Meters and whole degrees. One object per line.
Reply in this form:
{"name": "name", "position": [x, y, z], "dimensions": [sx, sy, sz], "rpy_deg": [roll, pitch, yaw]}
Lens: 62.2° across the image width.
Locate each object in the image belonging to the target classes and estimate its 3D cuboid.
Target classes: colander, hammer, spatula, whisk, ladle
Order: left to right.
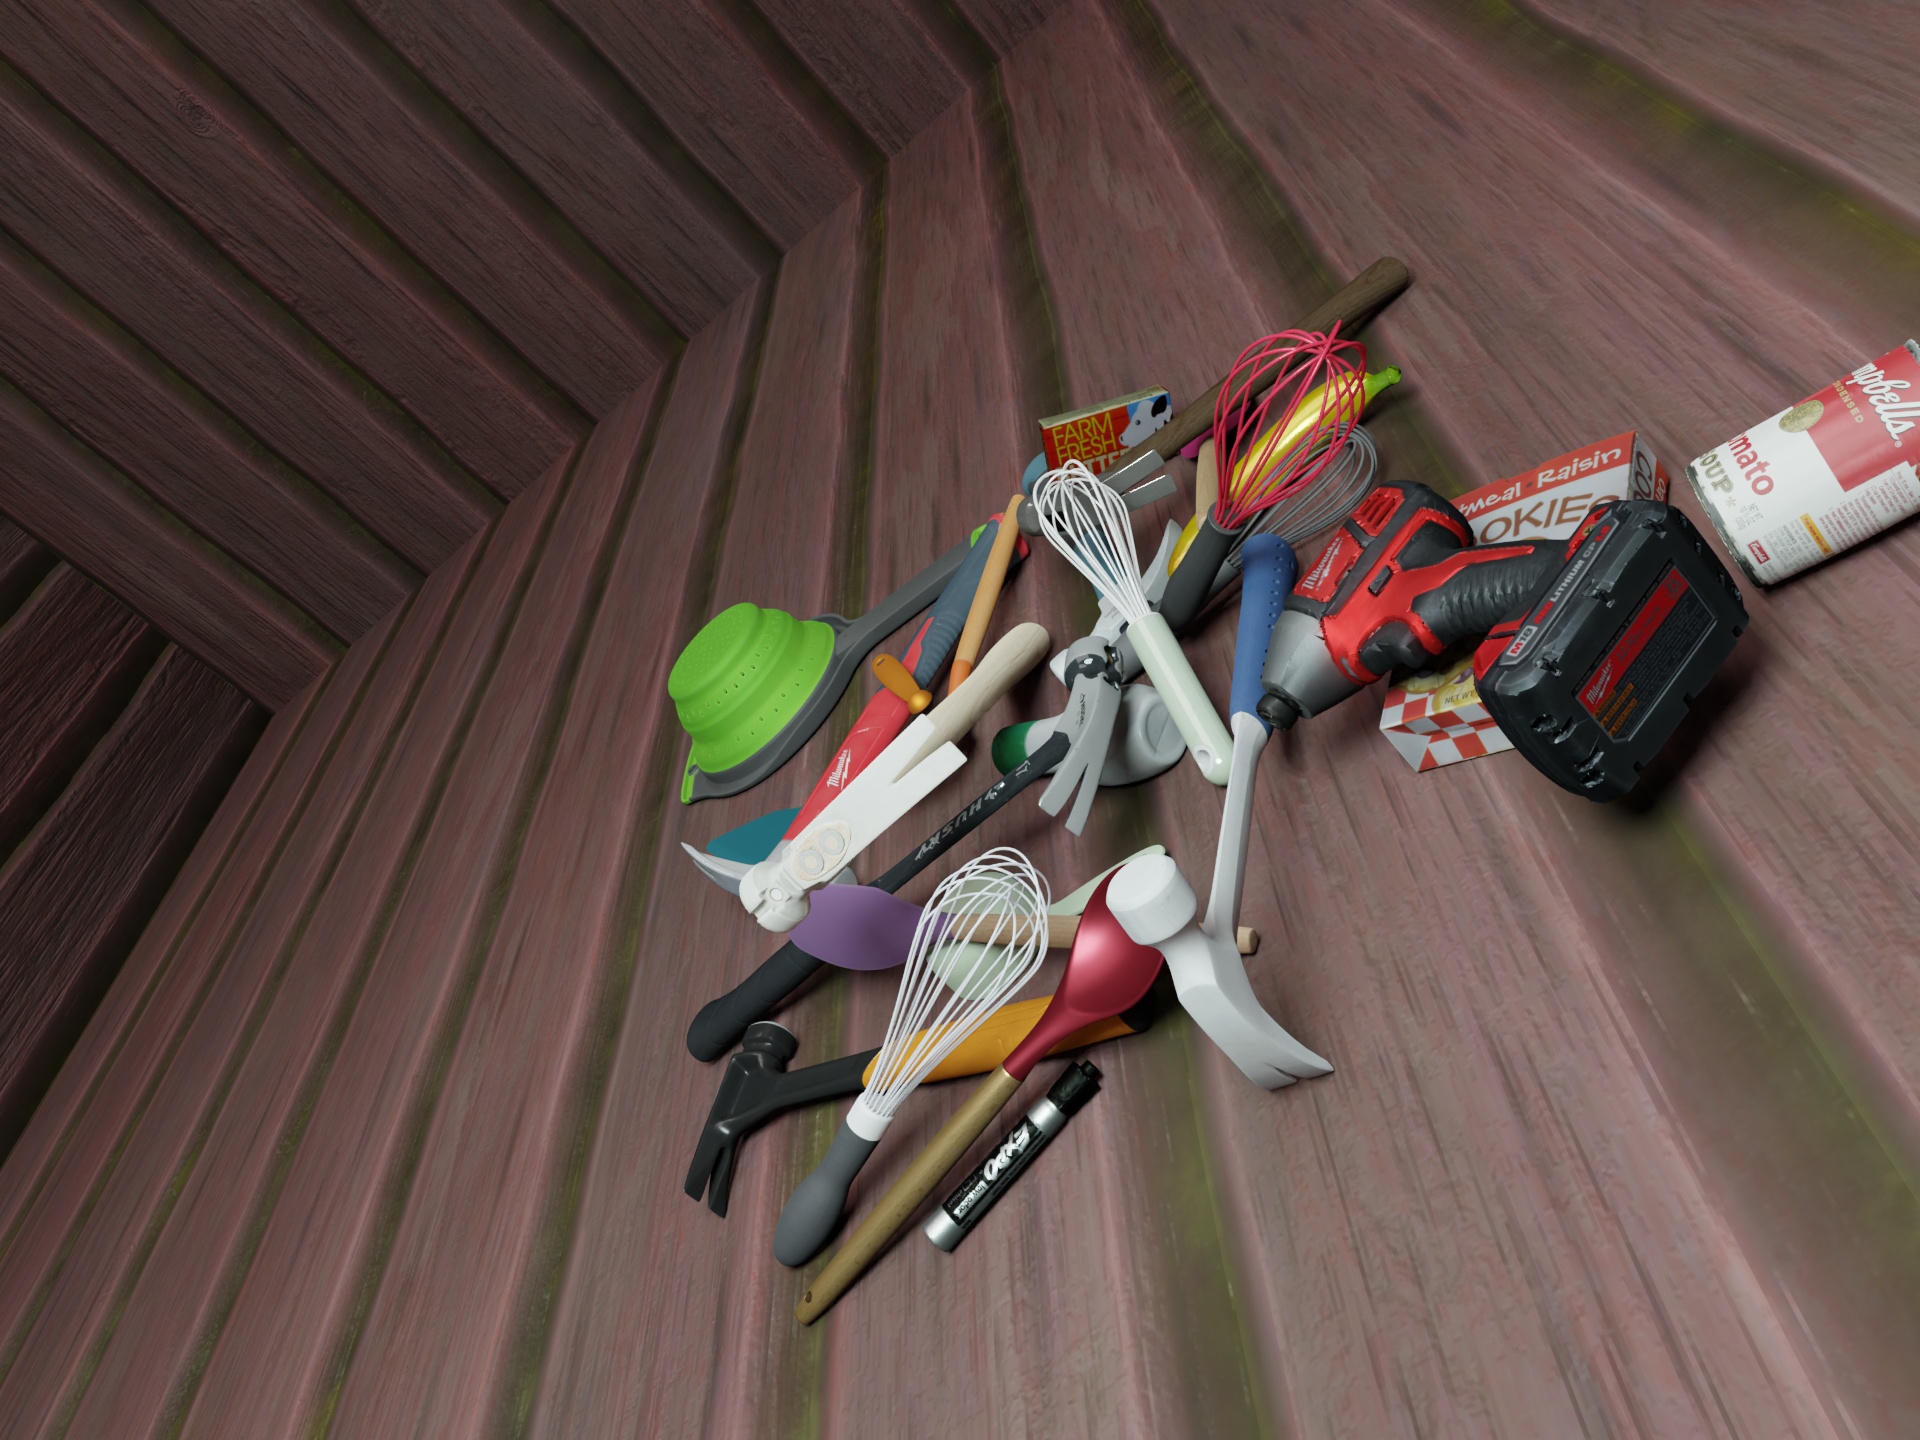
{"name": "colander", "position": [-0.133, -0.082, 1.402], "dimensions": [0.397, 0.094, 0.205], "rpy_deg": [-36, 28, 21]}
{"name": "spatula", "position": [-0.075, 0.001, 1.258], "dimensions": [0.082, 0.044, 0.317], "rpy_deg": [18, 62, 35]}
{"name": "hammer", "position": [-0.062, -0.020, 1.231], "dimensions": [0.143, 0.038, 0.386], "rpy_deg": [11, 54, 31]}
{"name": "hammer", "position": [-0.048, 0.110, 1.008], "dimensions": [0.409, 0.036, 0.149], "rpy_deg": [-41, 20, 30]}
{"name": "whisk", "position": [-0.033, 0.186, 0.849], "dimensions": [0.284, 0.070, 0.070], "rpy_deg": [-60, 21, 19]}
{"name": "hammer", "position": [-0.030, 0.201, 0.915], "dimensions": [0.337, 0.034, 0.127], "rpy_deg": [-24, 33, 38]}
{"name": "hammer", "position": [-0.002, -0.003, 0.978], "dimensions": [0.146, 0.038, 0.411], "rpy_deg": [-43, 1, 25]}
{"name": "spatula", "position": [0.002, -0.064, 1.196], "dimensions": [0.081, 0.041, 0.323], "rpy_deg": [-21, 38, 40]}
{"name": "ladle", "position": [0.011, 0.200, 0.820], "dimensions": [0.315, 0.031, 0.069], "rpy_deg": [-51, 36, 12]}
{"name": "spatula", "position": [0.020, 0.119, 0.895], "dimensions": [0.316, 0.059, 0.018], "rpy_deg": [-3, 22, 35]}
{"name": "hammer", "position": [0.094, -0.138, 1.215], "dimensions": [0.128, 0.033, 0.331], "rpy_deg": [-41, 26, 12]}
{"name": "whisk", "position": [0.109, -0.063, 0.962], "dimensions": [0.247, 0.059, 0.057], "rpy_deg": [65, 150, 28]}
{"name": "whisk", "position": [0.175, -0.101, 1.034], "dimensions": [0.239, 0.055, 0.055], "rpy_deg": [-44, 26, 17]}
{"name": "hammer", "position": [0.191, -0.230, 1.117], "dimensions": [0.331, 0.031, 0.130], "rpy_deg": [-38, 16, -14]}
{"name": "whisk", "position": [0.155, -0.124, 0.893], "dimensions": [0.073, 0.073, 0.295], "rpy_deg": [-59, -5, -25]}
{"name": "hammer", "position": [0.154, 0.017, 0.839], "dimensions": [0.035, 0.144, 0.406], "rpy_deg": [-25, 24, 28]}

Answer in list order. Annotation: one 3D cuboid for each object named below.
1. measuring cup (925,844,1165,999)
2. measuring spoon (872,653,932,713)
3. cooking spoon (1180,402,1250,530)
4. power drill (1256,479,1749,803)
{"name": "measuring cup", "position": [0.044, 0.105, 0.935], "dimensions": [0.167, 0.038, 0.083], "rpy_deg": [-34, 29, 29]}
{"name": "measuring spoon", "position": [-0.047, -0.031, 1.176], "dimensions": [0.021, 0.011, 0.117], "rpy_deg": [-44, 28, -1]}
{"name": "cooking spoon", "position": [0.175, -0.185, 1.110], "dimensions": [0.068, 0.017, 0.319], "rpy_deg": [-38, 14, 23]}
{"name": "power drill", "position": [0.231, -0.041, 0.741], "dimensions": [0.143, 0.078, 0.220], "rpy_deg": [-51, 24, -7]}
